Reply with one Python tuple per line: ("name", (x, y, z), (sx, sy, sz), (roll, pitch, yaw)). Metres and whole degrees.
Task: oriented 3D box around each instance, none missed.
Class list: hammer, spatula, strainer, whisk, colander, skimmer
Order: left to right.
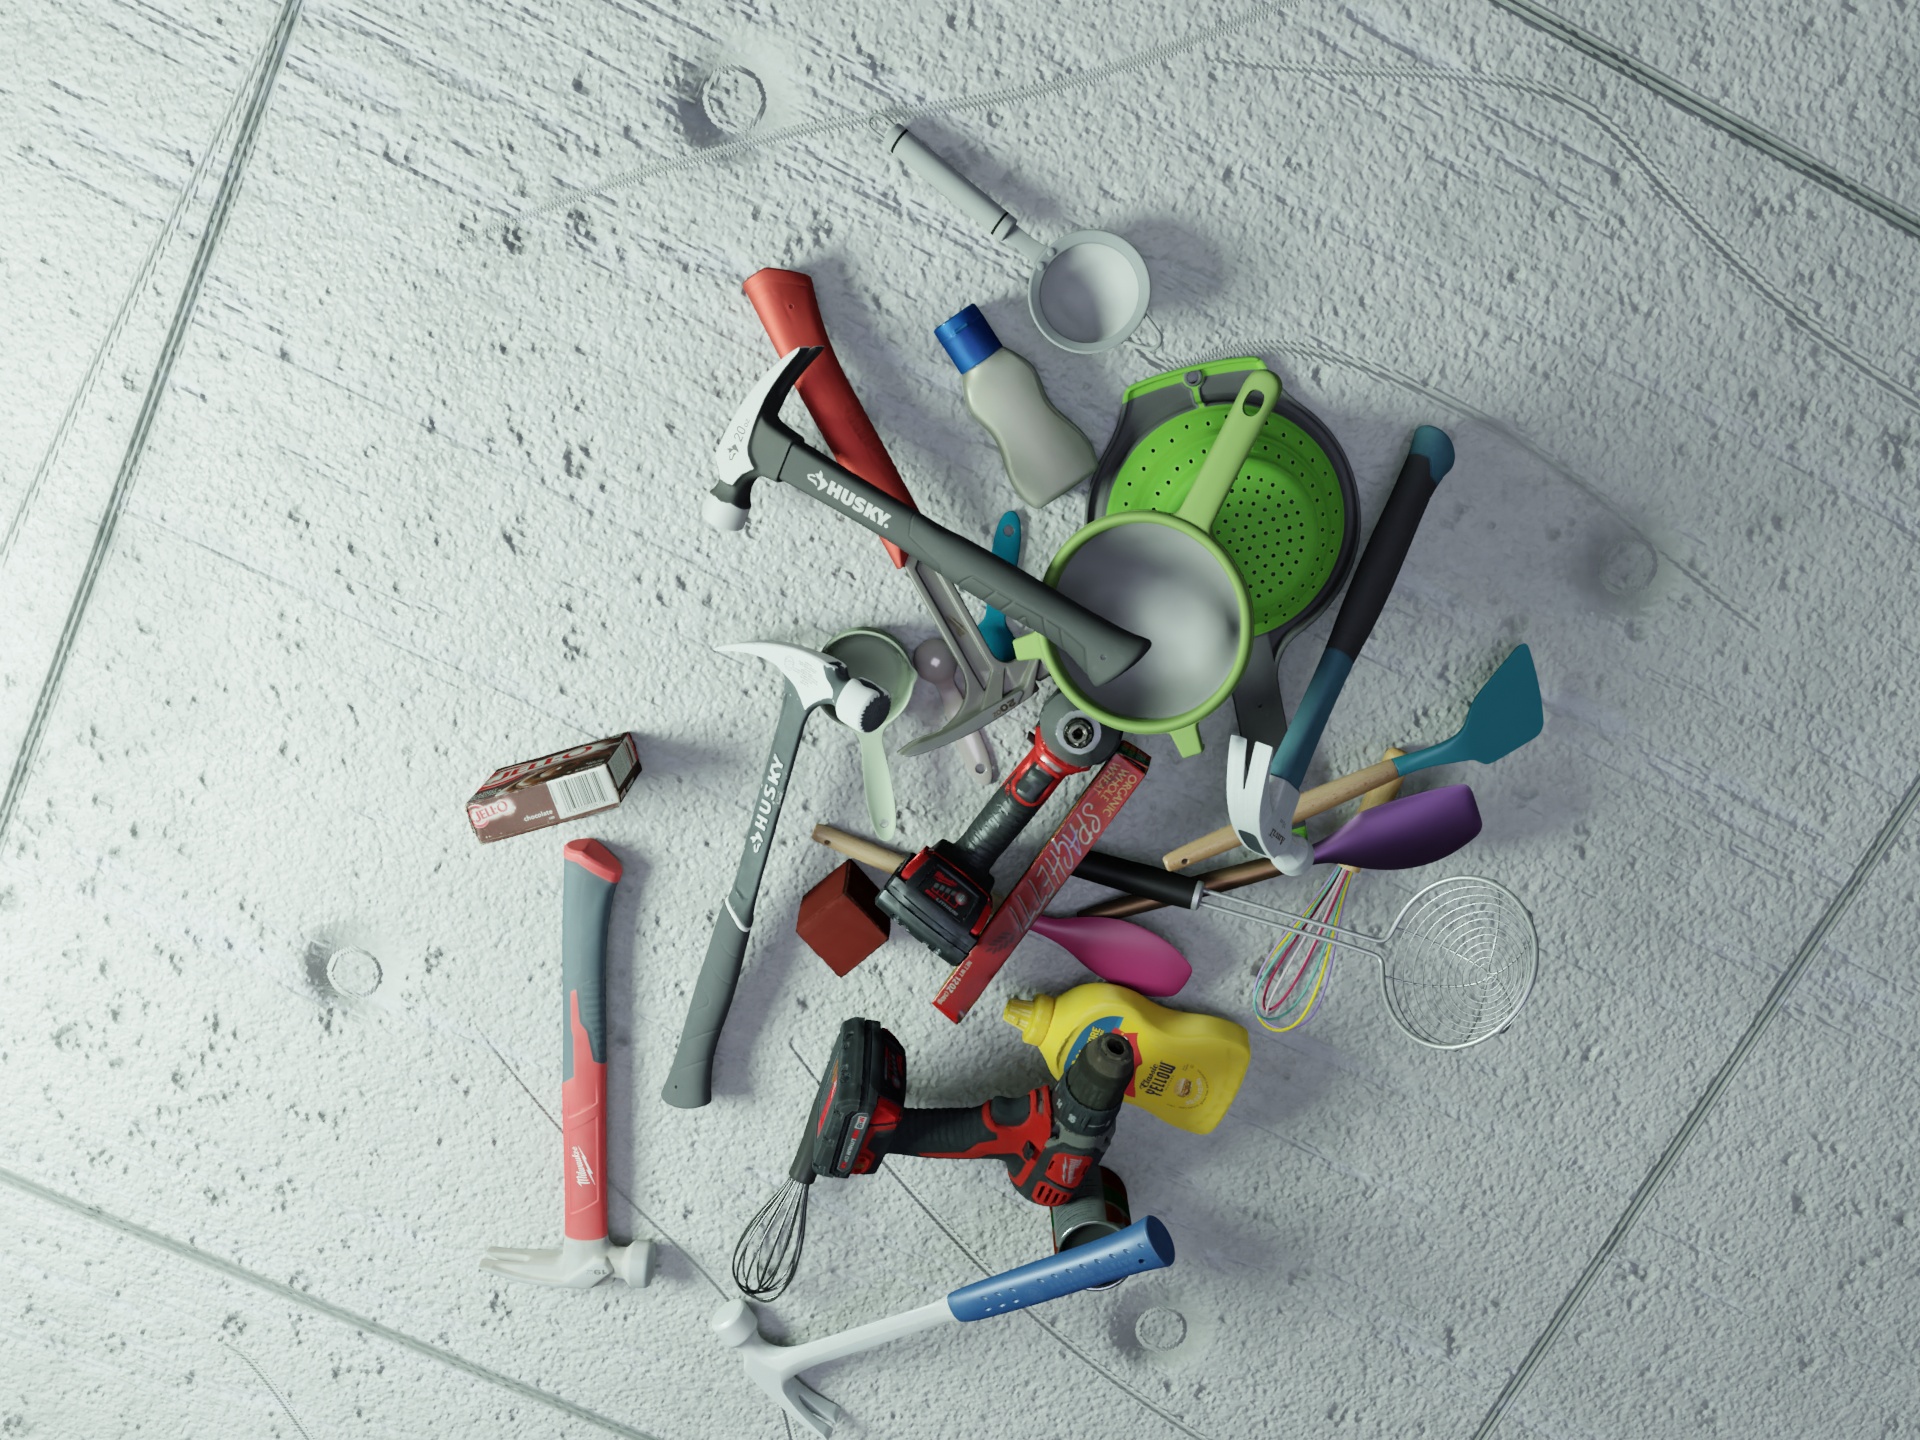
("hammer", (-0.319, 0.281, 1.283), (0.143, 0.038, 0.386), (3, 105, 1))
("hammer", (-0.170, 0.128, 1.223), (0.149, 0.036, 0.408), (30, 113, 29))
("whisk", (-0.131, 0.371, 1.305), (0.055, 0.055, 0.239), (21, 99, -5))
("hammer", (-0.063, -0.156, 1.148), (0.149, 0.037, 0.359), (-31, 98, -7))
("hammer", (-0.019, -0.126, 1.078), (0.335, 0.035, 0.146), (32, 114, 14))
("hammer", (-0.009, 0.479, 1.279), (0.405, 0.035, 0.144), (-27, 106, 25))
("strainer", (0.038, -0.343, 1.118), (0.258, 0.050, 0.087), (38, 96, -3))
("strainer", (0.153, -0.115, 1.065), (0.151, 0.069, 0.256), (31, 110, 16))
("colander", (0.213, -0.060, 1.162), (0.204, 0.094, 0.397), (-13, 104, 3))
("spatula", (0.240, 0.114, 1.223), (0.316, 0.018, 0.059), (-17, 109, 14))
("skimmer", (0.231, 0.140, 1.166), (0.363, 0.090, 0.127), (15, 79, 16))
("whisk", (0.288, 0.132, 1.243), (0.051, 0.047, 0.245), (20, 100, -18))
("hammer", (0.276, -0.058, 1.135), (0.128, 0.033, 0.331), (35, 78, -49))
("spatula", (0.297, 0.042, 1.192), (0.317, 0.044, 0.082), (-23, 119, 1))

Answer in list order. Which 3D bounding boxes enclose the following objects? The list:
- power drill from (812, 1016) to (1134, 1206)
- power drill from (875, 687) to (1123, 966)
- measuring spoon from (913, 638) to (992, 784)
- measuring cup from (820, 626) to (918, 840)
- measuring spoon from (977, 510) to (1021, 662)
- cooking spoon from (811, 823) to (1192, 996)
("power drill", (0.013, 0.292, 1.217), (0.226, 0.080, 0.187), (12, 131, -10))
("power drill", (0.038, 0.066, 1.161), (0.078, 0.143, 0.219), (39, 96, 1))
("measuring spoon", (-0.002, -0.004, 1.217), (0.034, 0.018, 0.124), (-22, 104, 5))
("measuring cup", (-0.067, 0.009, 1.212), (0.083, 0.038, 0.167), (-7, 107, 2))
("measuring spoon", (0.029, -0.093, 1.191), (0.042, 0.021, 0.128), (8, 105, -2))
("cooking spoon", (0.032, 0.148, 1.251), (0.319, 0.017, 0.068), (23, 128, -3))
